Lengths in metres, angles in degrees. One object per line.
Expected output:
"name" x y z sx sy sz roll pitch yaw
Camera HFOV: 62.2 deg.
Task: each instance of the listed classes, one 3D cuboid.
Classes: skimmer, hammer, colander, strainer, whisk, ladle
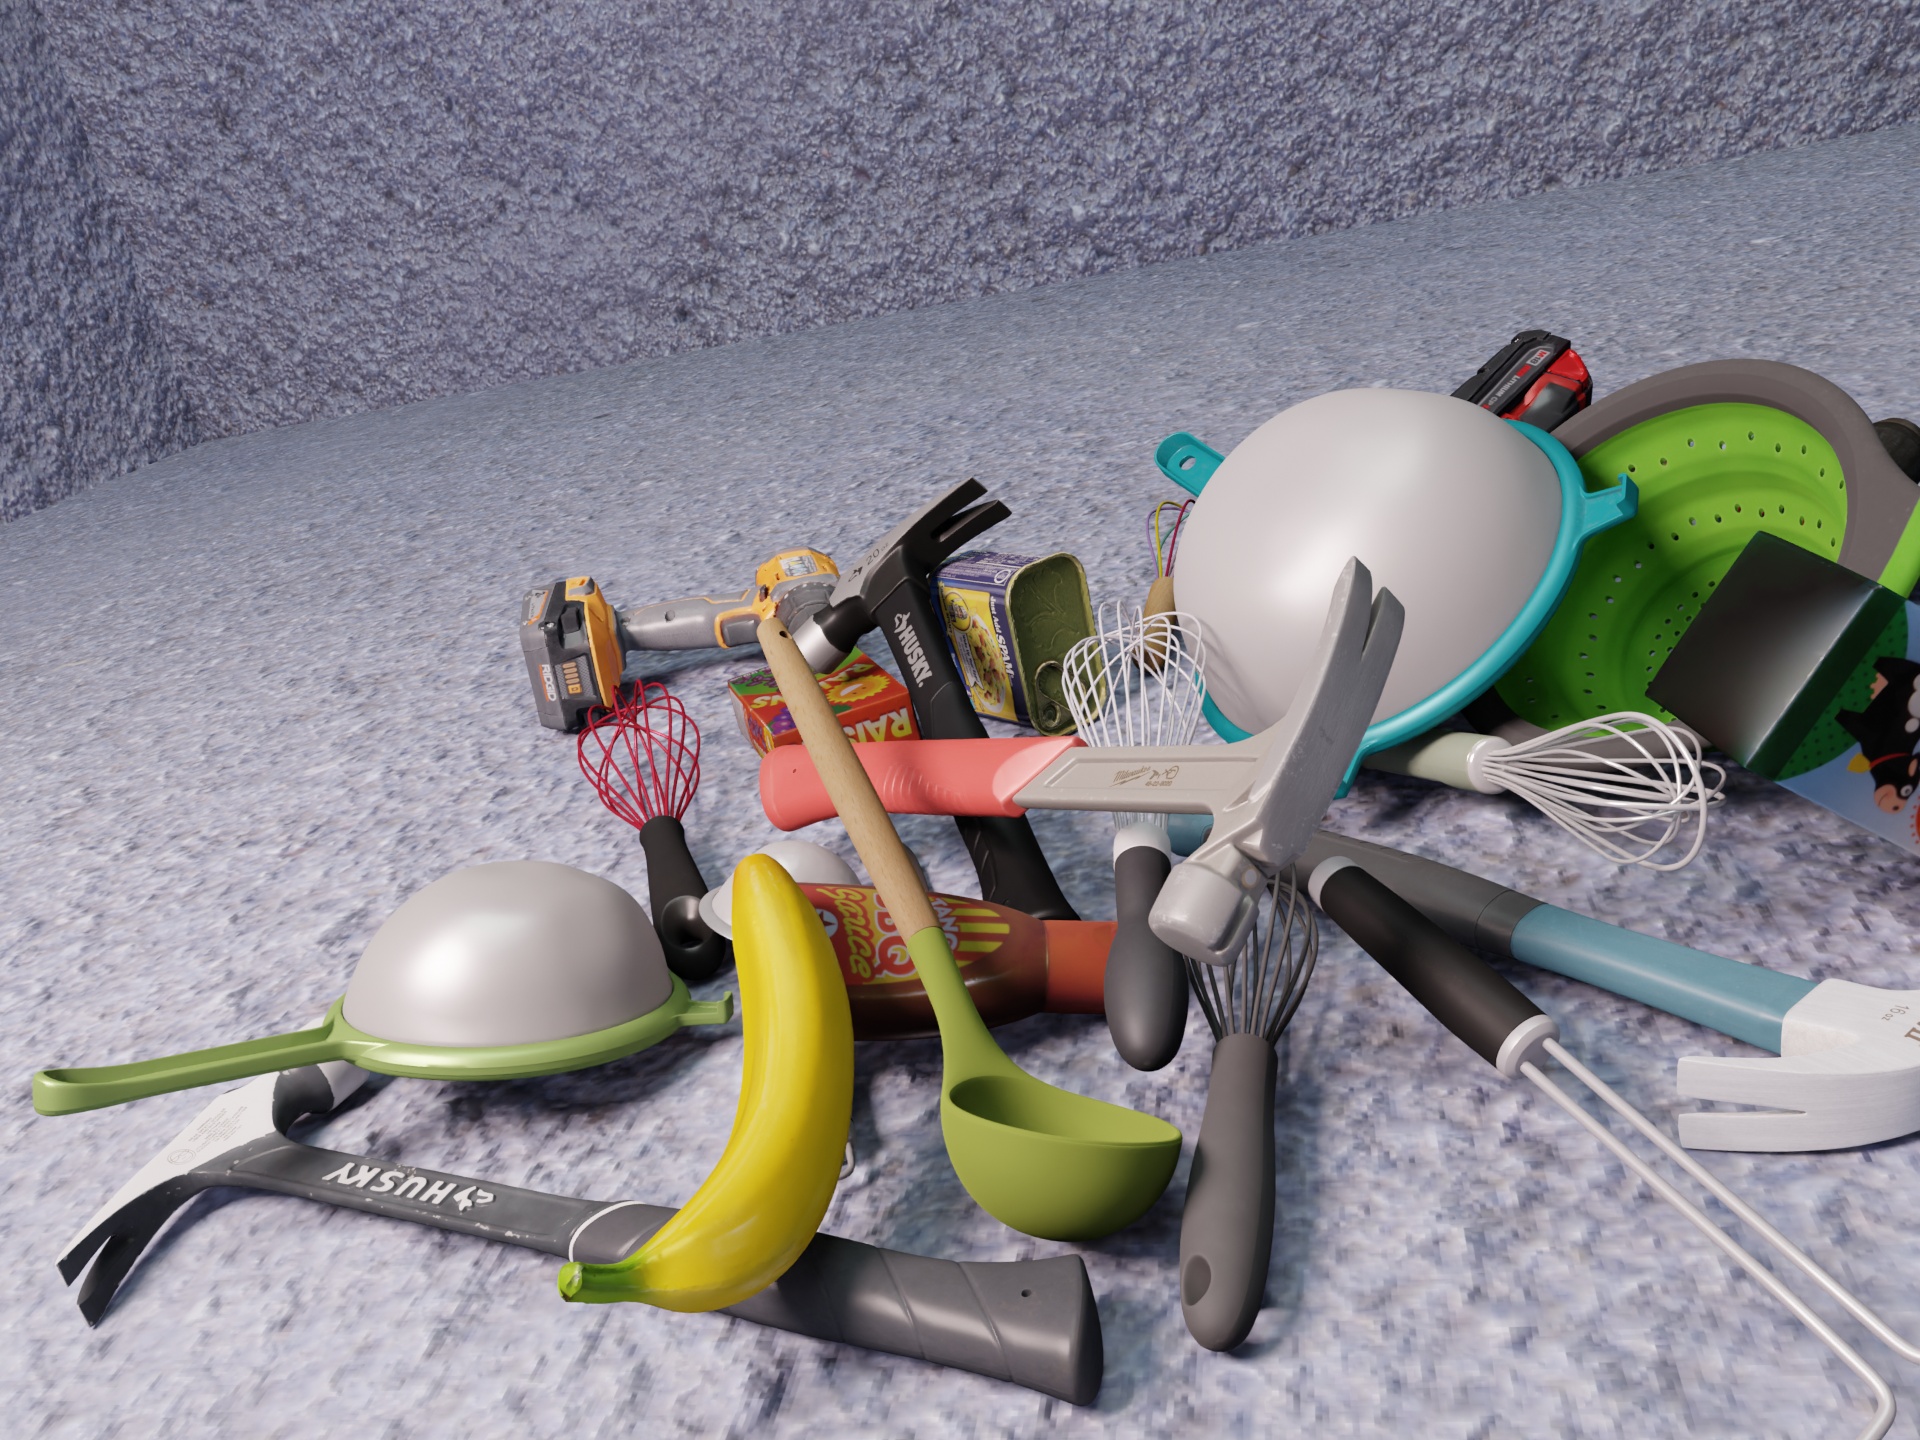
"skimmer" 0.185 0.107 0.440 0.127 0.090 0.364 -42 29 0
"hammer" 0.208 0.077 0.610 0.128 0.033 0.331 -25 25 -31
"hammer" -0.140 0.177 0.550 0.409 0.036 0.149 1 26 29
"colander" 0.294 -0.075 0.789 0.204 0.094 0.397 -59 31 1
"hammer" -0.001 -0.003 0.790 0.146 0.035 0.335 -43 34 14
"strainer" -0.229 0.099 0.638 0.256 0.069 0.151 -5 9 -43
"whisk" 0.075 0.034 0.650 0.070 0.070 0.285 -8 33 10
"ladle" -0.017 0.053 0.591 0.078 0.062 0.321 11 34 -37
"strainer" -0.064 0.107 0.673 0.087 0.050 0.259 2 24 -12
"strainer" 0.157 -0.115 0.809 0.211 0.095 0.341 -45 31 5
"whisk" -0.160 0.051 0.845 0.073 0.073 0.296 -17 28 -10
"hammer" 0.017 0.016 0.666 0.359 0.036 0.149 -3 52 56
"whisk" 0.096 0.119 0.553 0.055 0.055 0.239 -6 27 17
"whisk" 0.229 0.021 0.667 0.058 0.059 0.246 -11 6 -12
"whisk" 0.143 -0.093 1.053 0.051 0.047 0.245 -17 23 23

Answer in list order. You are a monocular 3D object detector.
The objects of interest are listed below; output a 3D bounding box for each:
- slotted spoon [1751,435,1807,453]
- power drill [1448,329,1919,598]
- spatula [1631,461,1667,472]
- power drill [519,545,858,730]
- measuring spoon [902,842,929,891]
"slotted spoon" 0.454 -0.139 1.010 0.313 0.031 0.070 -23 26 -19
"power drill" 0.390 -0.134 0.866 0.227 0.080 0.188 31 58 32
"spatula" 0.456 -0.147 0.959 0.082 0.044 0.318 -32 37 -10
"power drill" -0.180 -0.056 1.087 0.226 0.084 0.185 -11 23 -9
"measuring spoon" -0.024 0.076 0.749 0.034 0.018 0.124 -5 19 -11
